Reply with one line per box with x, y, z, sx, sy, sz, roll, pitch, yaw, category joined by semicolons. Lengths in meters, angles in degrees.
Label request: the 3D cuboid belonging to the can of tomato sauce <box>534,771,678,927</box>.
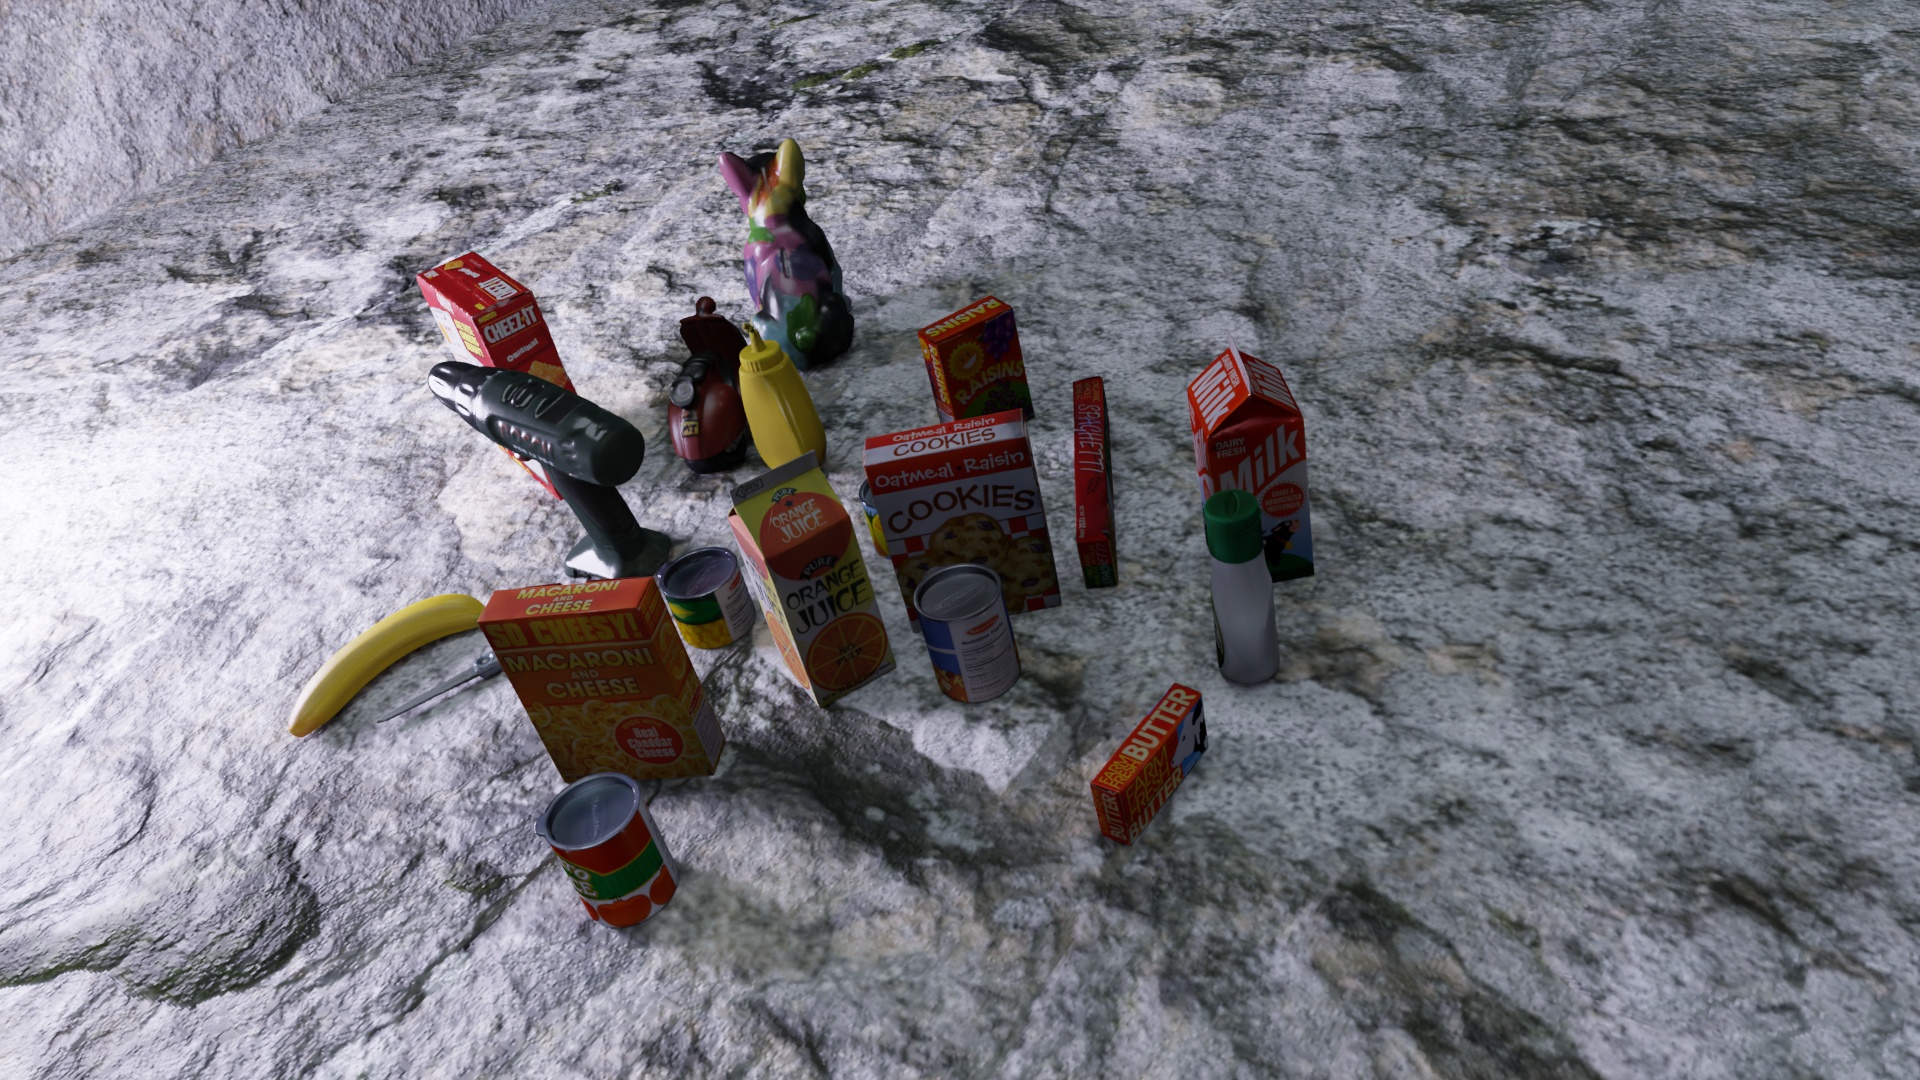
-0.234;0.208;0.929;0.071;0.082;0.071;-9;36;7;can of tomato sauce

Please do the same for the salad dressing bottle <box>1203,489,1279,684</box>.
0.194;0.033;0.964;0.044;0.147;0.064;-3;37;16;salad dressing bottle

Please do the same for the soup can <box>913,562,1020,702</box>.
0.005;0.068;1.036;0.071;0.083;0.072;-9;36;7;soup can

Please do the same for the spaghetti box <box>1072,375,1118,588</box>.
0.115;-0.057;1.193;0.029;0.050;0.251;-8;37;9;spaghetti box

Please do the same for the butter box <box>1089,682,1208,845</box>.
0.126;0.147;0.915;0.024;0.053;0.104;18;47;37;butter box

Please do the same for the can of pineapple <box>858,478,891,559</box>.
-0.049;-0.023;1.197;0.071;0.057;0.071;-9;36;7;can of pineapple

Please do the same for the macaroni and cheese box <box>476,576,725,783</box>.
-0.256;0.103;1.006;0.124;0.165;0.040;-5;37;12;macaroni and cheese box

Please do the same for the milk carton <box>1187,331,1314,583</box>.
0.217;-0.059;1.043;0.073;0.189;0.073;-12;36;4;milk carton

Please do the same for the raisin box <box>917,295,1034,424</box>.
0.016;-0.154;1.294;0.086;0.122;0.040;-28;38;-18;raisin box

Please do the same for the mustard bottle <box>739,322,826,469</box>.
-0.173;-0.136;1.302;0.065;0.159;0.049;8;41;28;mustard bottle

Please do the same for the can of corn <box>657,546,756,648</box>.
-0.211;0.048;1.156;0.071;0.058;0.071;-9;36;7;can of corn

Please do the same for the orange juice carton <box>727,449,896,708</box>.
-0.115;0.024;1.042;0.072;0.191;0.073;-28;38;-18;orange juice carton

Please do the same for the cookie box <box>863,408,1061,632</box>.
0.004;-0.013;1.073;0.123;0.166;0.040;-11;36;5;cookie box
